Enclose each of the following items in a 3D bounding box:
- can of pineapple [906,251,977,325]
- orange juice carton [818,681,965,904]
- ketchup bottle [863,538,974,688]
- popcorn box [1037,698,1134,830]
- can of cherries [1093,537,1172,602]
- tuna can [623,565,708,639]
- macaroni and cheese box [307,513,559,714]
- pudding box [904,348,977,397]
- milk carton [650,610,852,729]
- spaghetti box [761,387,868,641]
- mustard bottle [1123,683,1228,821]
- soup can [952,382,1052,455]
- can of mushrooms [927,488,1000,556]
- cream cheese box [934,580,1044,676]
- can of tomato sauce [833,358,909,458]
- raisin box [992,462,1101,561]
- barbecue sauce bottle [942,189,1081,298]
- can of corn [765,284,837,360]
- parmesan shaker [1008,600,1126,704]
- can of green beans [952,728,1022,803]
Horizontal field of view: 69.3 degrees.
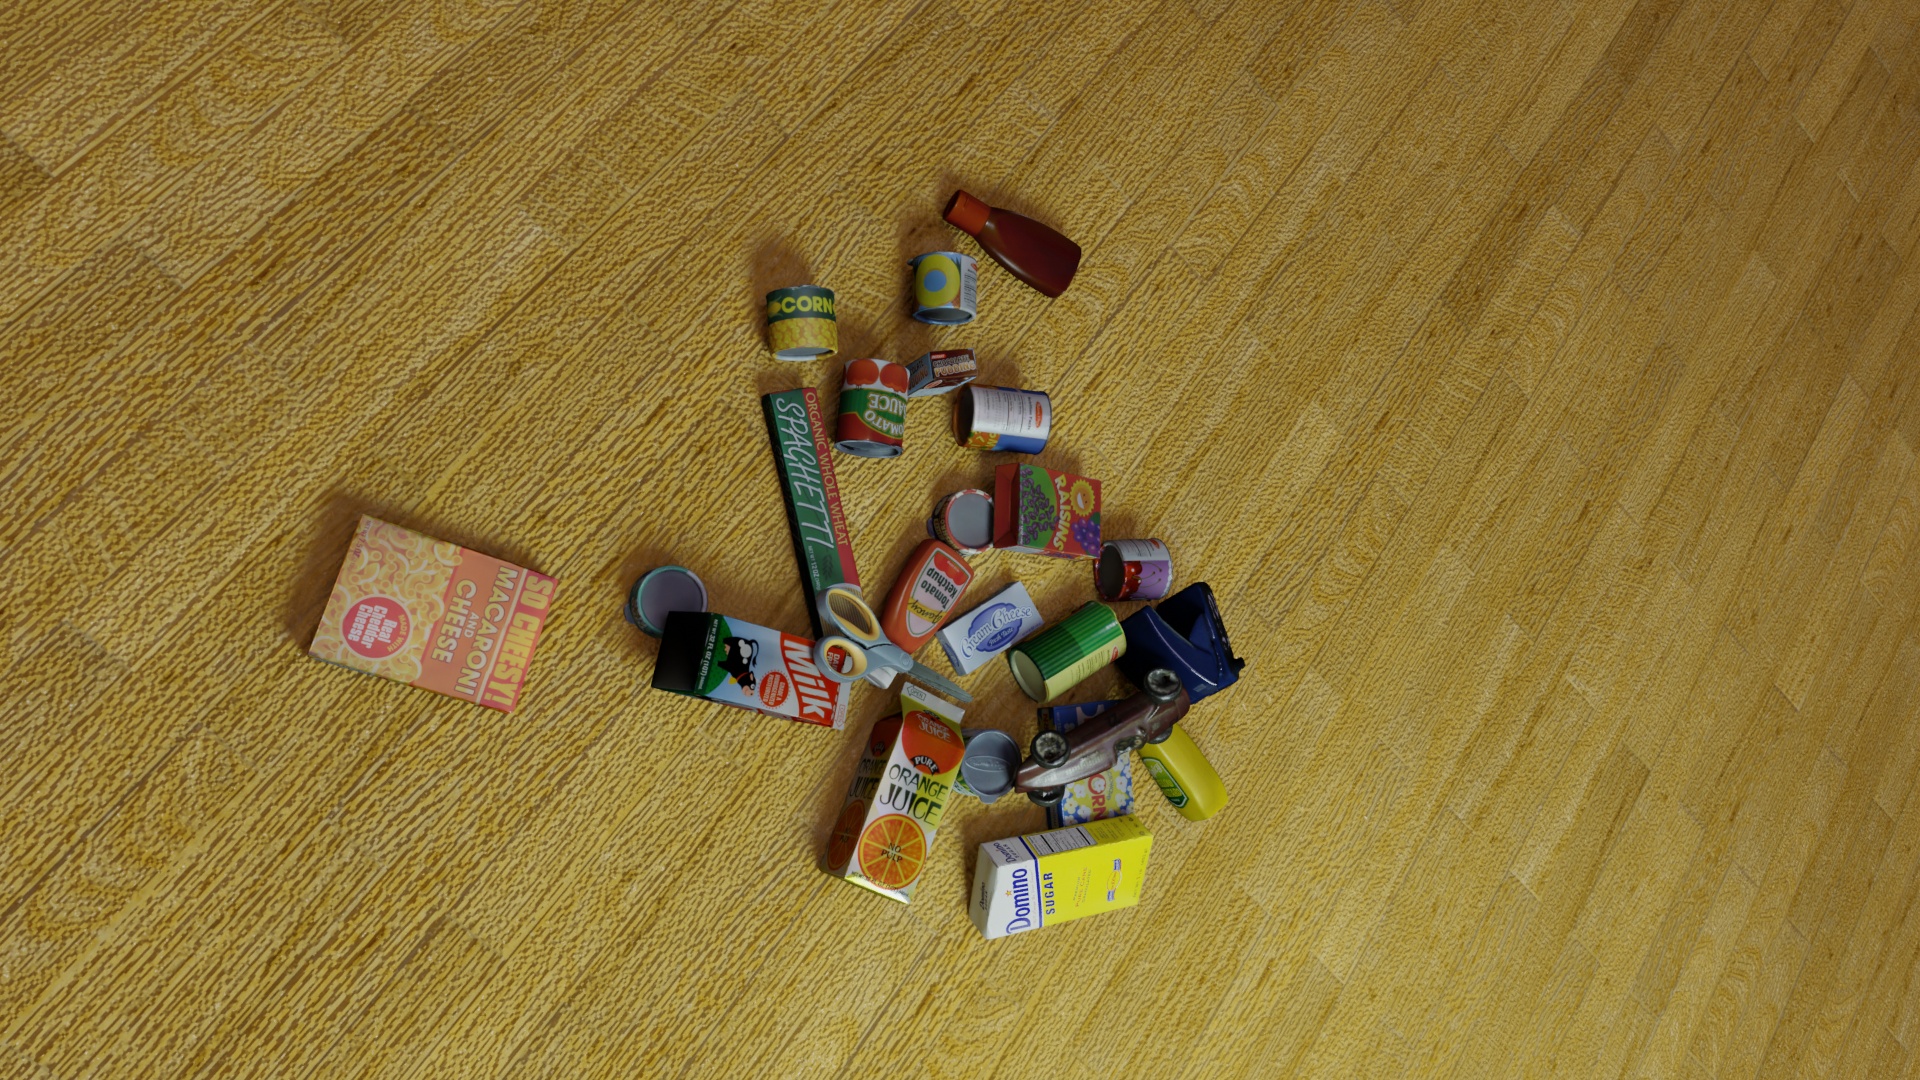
[{"bbox_3d":[-0.018,-0.253,1.398,0.071,0.071,0.058,4,82,-25],"label":"can of pineapple"},{"bbox_3d":[-0.057,0.235,1.308,0.072,0.073,0.193,27,72,-20],"label":"orange juice carton"},{"bbox_3d":[-0.048,0.073,1.351,0.064,0.043,0.149,42,68,-25],"label":"ketchup bottle"},{"bbox_3d":[0.128,0.229,1.417,0.085,0.038,0.126,-3,85,-25],"label":"popcorn box"},{"bbox_3d":[0.180,0.033,1.453,0.058,0.071,0.071,-2,84,-26],"label":"can of cherries"},{"bbox_3d":[-0.266,0.056,1.255,0.071,0.032,0.071,4,81,-25],"label":"tuna can"},{"bbox_3d":[-0.440,0.064,1.168,0.166,0.040,0.124,21,74,-21],"label":"macaroni and cheese box"},{"bbox_3d":[-0.023,-0.165,1.372,0.050,0.083,0.030,-8,87,-26],"label":"pudding box"},{"bbox_3d":[-0.173,0.120,1.254,0.190,0.073,0.072,20,75,-40],"label":"milk carton"},{"bbox_3d":[-0.139,-0.024,1.329,0.050,0.028,0.250,-12,89,-27],"label":"spaghetti box"},{"bbox_3d":[0.213,0.217,1.448,0.049,0.065,0.160,-36,91,-23],"label":"mustard bottle"},{"bbox_3d":[0.040,-0.122,1.407,0.084,0.071,0.071,5,81,-20],"label":"soup can"},{"bbox_3d":[0.005,-0.017,1.394,0.071,0.033,0.071,3,82,-26],"label":"can of mushrooms"},{"bbox_3d":[0.029,0.088,1.396,0.104,0.024,0.053,-32,94,-26],"label":"cream cheese box"},{"bbox_3d":[-0.084,-0.128,1.346,0.071,0.071,0.083,10,79,-24],"label":"can of tomato sauce"},{"bbox_3d":[0.089,-0.027,1.413,0.123,0.040,0.086,9,78,-42],"label":"raisin box"},{"bbox_3d":[0.053,-0.315,1.452,0.148,0.043,0.065,27,73,-19],"label":"barbecue sauce bottle"},{"bbox_3d":[-0.150,-0.207,1.325,0.071,0.071,0.058,-2,85,-26],"label":"can of corn"},{"bbox_3d":[0.108,0.111,1.405,0.103,0.071,0.071,-28,96,-25],"label":"parmesan shaker"},{"bbox_3d":[0.018,0.217,1.354,0.071,0.057,0.071,4,82,-25],"label":"can of green beans"}]
